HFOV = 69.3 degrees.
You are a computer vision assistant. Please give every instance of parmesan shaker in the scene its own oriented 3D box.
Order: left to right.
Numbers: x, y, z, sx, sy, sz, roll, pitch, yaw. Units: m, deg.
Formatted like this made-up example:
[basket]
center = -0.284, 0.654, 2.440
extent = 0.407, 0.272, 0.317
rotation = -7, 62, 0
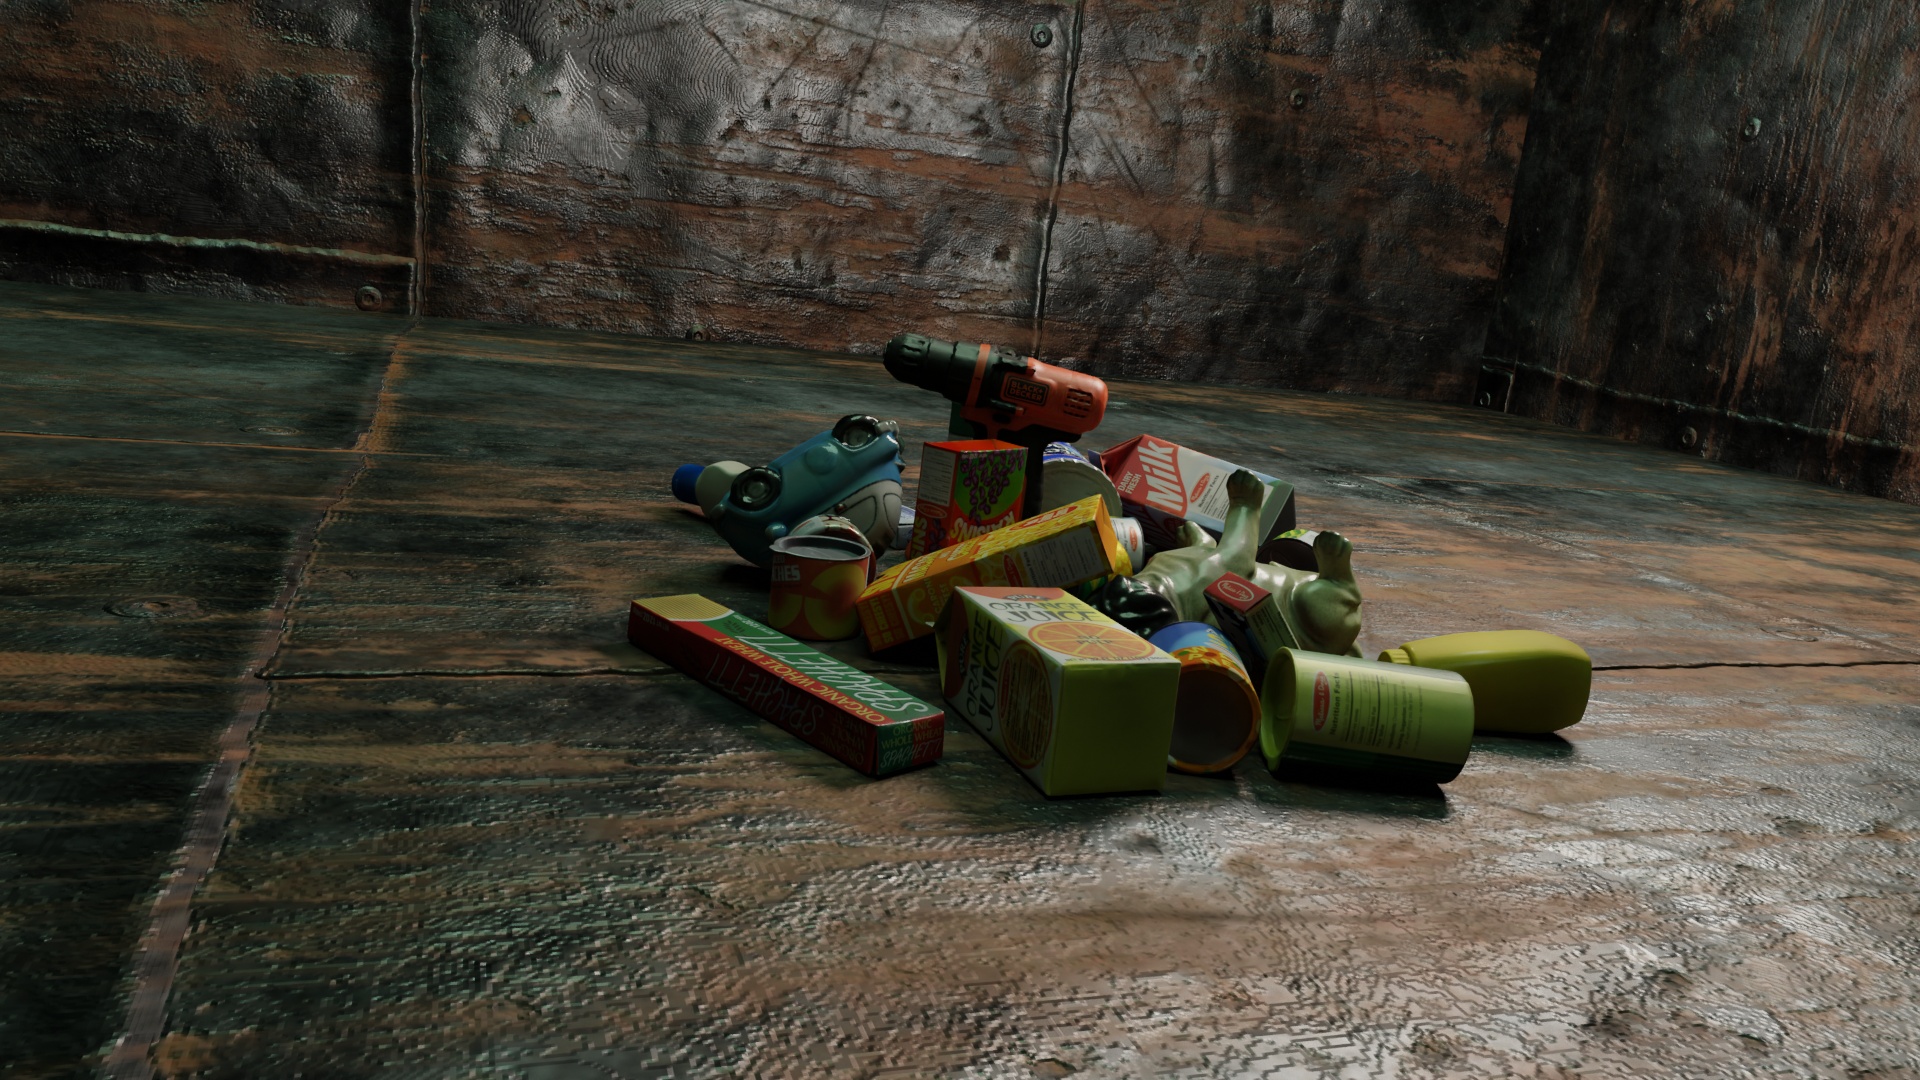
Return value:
[parmesan shaker]
center = 0.230, 0.103, 0.793
extent = 0.103, 0.071, 0.071
rotation = 9, 12, -4

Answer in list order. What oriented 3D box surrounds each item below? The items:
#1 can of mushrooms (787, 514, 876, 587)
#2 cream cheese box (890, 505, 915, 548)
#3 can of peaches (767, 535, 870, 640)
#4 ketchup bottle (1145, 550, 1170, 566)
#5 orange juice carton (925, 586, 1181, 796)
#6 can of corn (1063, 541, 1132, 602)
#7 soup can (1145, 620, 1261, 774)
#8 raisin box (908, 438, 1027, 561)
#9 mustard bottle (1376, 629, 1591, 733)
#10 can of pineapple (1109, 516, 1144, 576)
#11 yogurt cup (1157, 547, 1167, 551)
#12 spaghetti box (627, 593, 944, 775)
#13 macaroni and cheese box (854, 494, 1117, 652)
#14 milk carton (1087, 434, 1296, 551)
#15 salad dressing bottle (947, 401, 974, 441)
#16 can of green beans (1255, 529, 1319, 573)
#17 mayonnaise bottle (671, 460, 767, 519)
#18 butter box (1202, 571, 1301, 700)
[can of mushrooms]
center = -0.093, 0.018, 1.004
extent = 0.071, 0.071, 0.033
rotation = 4, 12, -15
[cream cheese box]
center = -0.065, -0.017, 1.269
extent = 0.053, 0.024, 0.104
rotation = -3, 16, -37
[can of peaches]
center = -0.099, 0.032, 0.951
extent = 0.071, 0.058, 0.071
rotation = 6, 13, -1
[ketchup bottle]
center = 0.206, 0.046, 1.085
extent = 0.065, 0.043, 0.149
rotation = 1, 14, -25
[orange juice carton]
center = 0.045, 0.075, 0.799
extent = 0.072, 0.073, 0.193
rotation = 1, 13, -23
[can of corn]
center = 0.088, 0.025, 1.053
extent = 0.058, 0.071, 0.071
rotation = -2, 15, -39
[soup can]
center = 0.138, 0.088, 0.799
extent = 0.071, 0.071, 0.084
rotation = 7, 13, 2
[raisin box]
center = 0.004, -0.013, 1.059
extent = 0.040, 0.123, 0.086
rotation = 16, 15, 36
[mustard bottle]
center = 0.325, 0.090, 0.907
extent = 0.160, 0.065, 0.049
rotation = 2, 16, -4
[can of pineapple]
center = 0.112, 0.013, 1.139
extent = 0.058, 0.070, 0.071
rotation = 4, 12, -13
[yogurt cup]
center = 0.221, -0.016, 1.349
extent = 0.072, 0.053, 0.072
rotation = 7, 12, -1
[spaghetti box]
center = -0.108, 0.078, 0.807
extent = 0.050, 0.028, 0.250
rotation = -6, 17, -43
[macaroni and cheese box]
center = 0.021, 0.019, 0.943
extent = 0.166, 0.040, 0.124
rotation = -19, 6, 10
[milk carton]
center = 0.204, -0.035, 1.270
extent = 0.191, 0.074, 0.072
rotation = 22, -24, 26
[salad dressing bottle]
center = 0.004, -0.056, 1.195
extent = 0.044, 0.147, 0.064
rotation = 7, 12, 2
[can of green beans]
center = 0.280, 0.026, 1.163
extent = 0.071, 0.071, 0.058
rotation = 12, 12, 23
[mayonnaise bottle]
center = -0.198, -0.041, 1.227
extent = 0.148, 0.064, 0.041
rotation = 13, 14, 42
[butter box]
center = 0.189, 0.071, 0.849
extent = 0.024, 0.103, 0.053
rotation = -34, 22, -8
